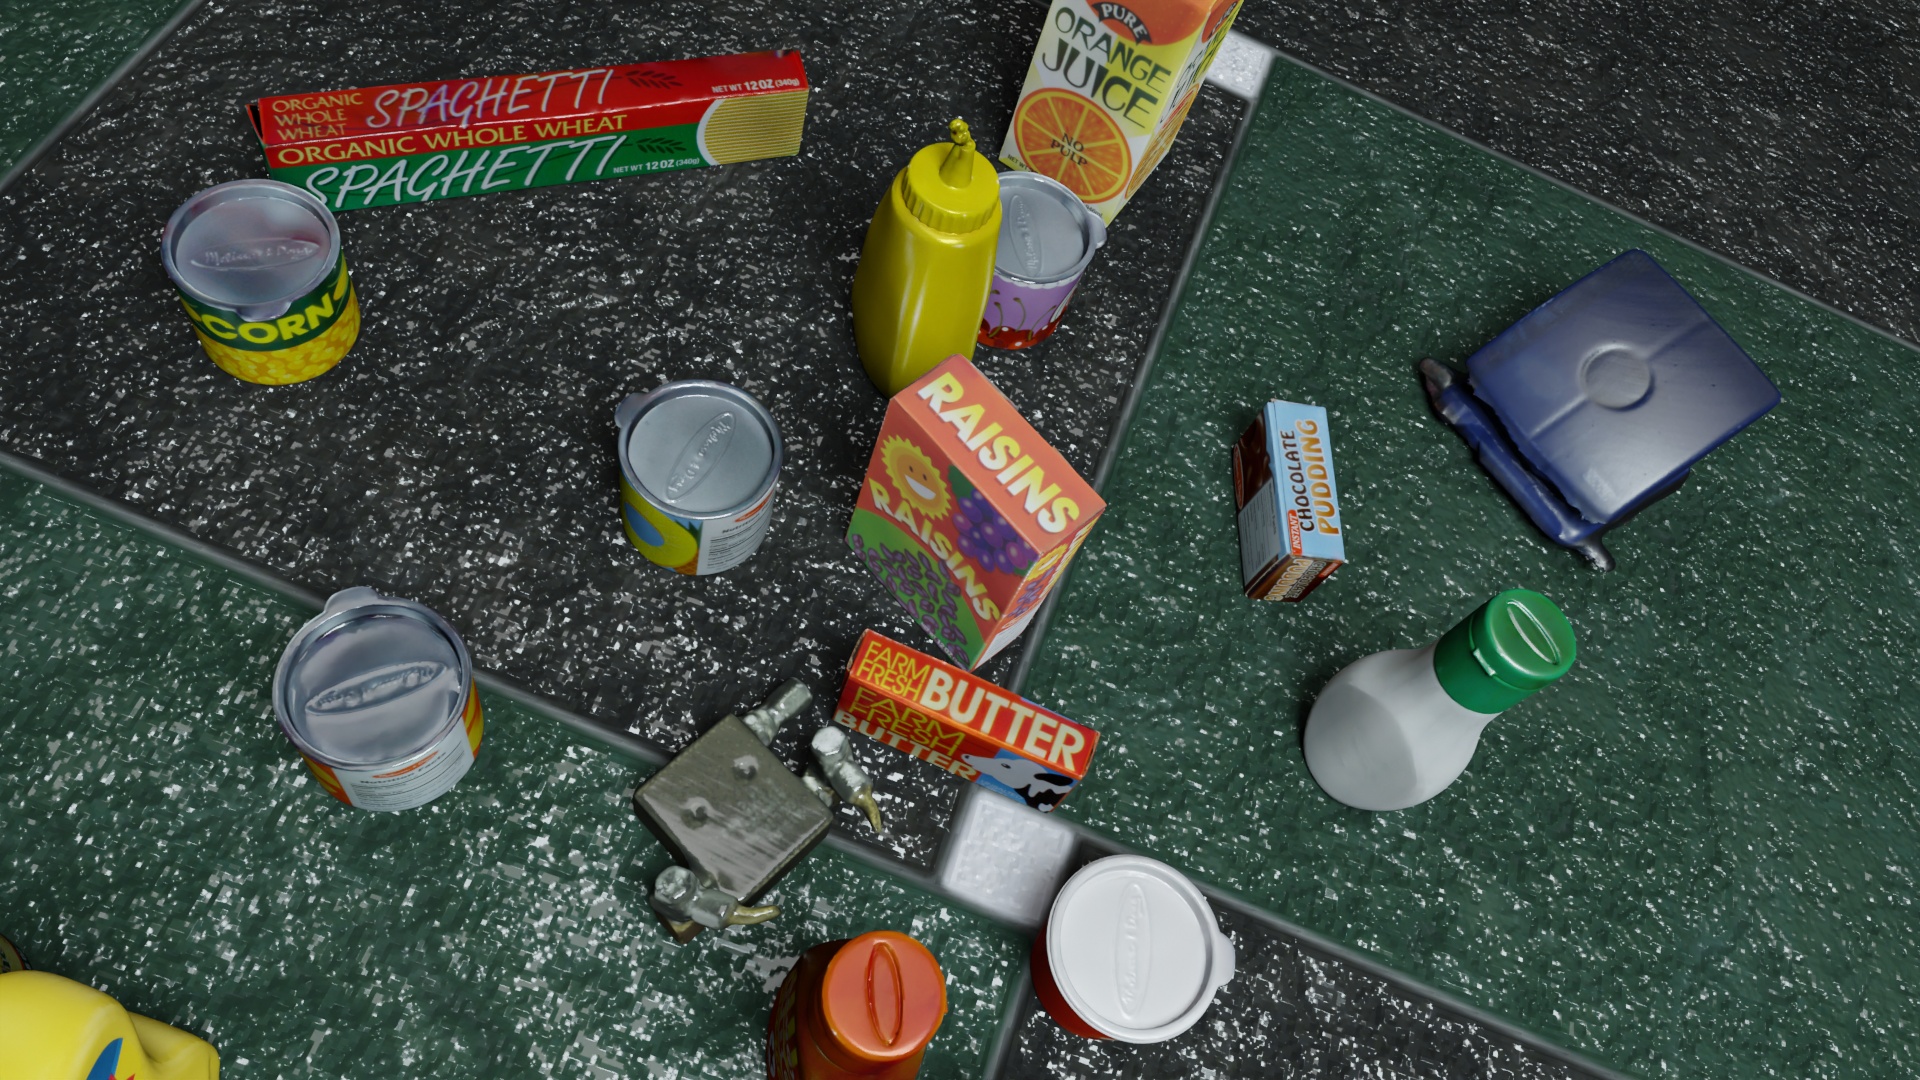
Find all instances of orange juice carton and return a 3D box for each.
[{"bbox_3d":[0.087,-0.250,0.674,0.072,0.191,0.073,34,61,5],"label":"orange juice carton"}]

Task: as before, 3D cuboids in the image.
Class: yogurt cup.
[{"bbox_3d":[0.060,0.161,0.535,0.072,0.053,0.072,6,62,-11],"label":"yogurt cup"}]

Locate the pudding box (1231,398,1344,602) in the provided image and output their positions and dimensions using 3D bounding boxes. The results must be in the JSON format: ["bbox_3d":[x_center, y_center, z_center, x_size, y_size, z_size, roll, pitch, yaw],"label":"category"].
[{"bbox_3d":[0.152,-0.019,0.652,0.030,0.049,0.084,6,62,-11],"label":"pudding box"}]

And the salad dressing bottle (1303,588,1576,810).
[{"bbox_3d":[0.190,0.066,0.562,0.044,0.147,0.064,-24,71,-23],"label":"salad dressing bottle"}]

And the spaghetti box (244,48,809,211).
[{"bbox_3d":[-0.196,-0.195,0.658,0.251,0.050,0.029,-13,67,-19],"label":"spaghetti box"}]

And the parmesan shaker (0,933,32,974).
[{"bbox_3d":[-0.336,0.137,0.422,0.071,0.102,0.071,6,62,-11],"label":"parmesan shaker"}]

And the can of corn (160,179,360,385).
[{"bbox_3d":[-0.291,-0.105,0.584,0.071,0.058,0.071,6,62,-11],"label":"can of corn"}]

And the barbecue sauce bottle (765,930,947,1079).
[{"bbox_3d":[-0.036,0.161,0.457,0.044,0.147,0.065,1,64,-13],"label":"barbecue sauce bottle"}]

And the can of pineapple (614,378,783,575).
[{"bbox_3d":[-0.112,-0.027,0.588,0.071,0.057,0.071,6,62,-11],"label":"can of pineapple"}]

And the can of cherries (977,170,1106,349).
[{"bbox_3d":[0.029,-0.135,0.677,0.071,0.058,0.072,6,62,-11],"label":"can of cherries"}]

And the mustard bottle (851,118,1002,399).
[{"bbox_3d":[-0.012,-0.124,0.603,0.049,0.159,0.065,-15,68,-20],"label":"mustard bottle"}]

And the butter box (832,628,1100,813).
[{"bbox_3d":[0.000,0.075,0.565,0.103,0.053,0.024,24,61,-1],"label":"butter box"}]

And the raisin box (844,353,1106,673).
[{"bbox_3d":[0.002,-0.007,0.568,0.040,0.122,0.086,-36,76,-26],"label":"raisin box"}]

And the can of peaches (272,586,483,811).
[{"bbox_3d":[-0.215,0.060,0.518,0.071,0.057,0.071,6,62,-11],"label":"can of peaches"}]
